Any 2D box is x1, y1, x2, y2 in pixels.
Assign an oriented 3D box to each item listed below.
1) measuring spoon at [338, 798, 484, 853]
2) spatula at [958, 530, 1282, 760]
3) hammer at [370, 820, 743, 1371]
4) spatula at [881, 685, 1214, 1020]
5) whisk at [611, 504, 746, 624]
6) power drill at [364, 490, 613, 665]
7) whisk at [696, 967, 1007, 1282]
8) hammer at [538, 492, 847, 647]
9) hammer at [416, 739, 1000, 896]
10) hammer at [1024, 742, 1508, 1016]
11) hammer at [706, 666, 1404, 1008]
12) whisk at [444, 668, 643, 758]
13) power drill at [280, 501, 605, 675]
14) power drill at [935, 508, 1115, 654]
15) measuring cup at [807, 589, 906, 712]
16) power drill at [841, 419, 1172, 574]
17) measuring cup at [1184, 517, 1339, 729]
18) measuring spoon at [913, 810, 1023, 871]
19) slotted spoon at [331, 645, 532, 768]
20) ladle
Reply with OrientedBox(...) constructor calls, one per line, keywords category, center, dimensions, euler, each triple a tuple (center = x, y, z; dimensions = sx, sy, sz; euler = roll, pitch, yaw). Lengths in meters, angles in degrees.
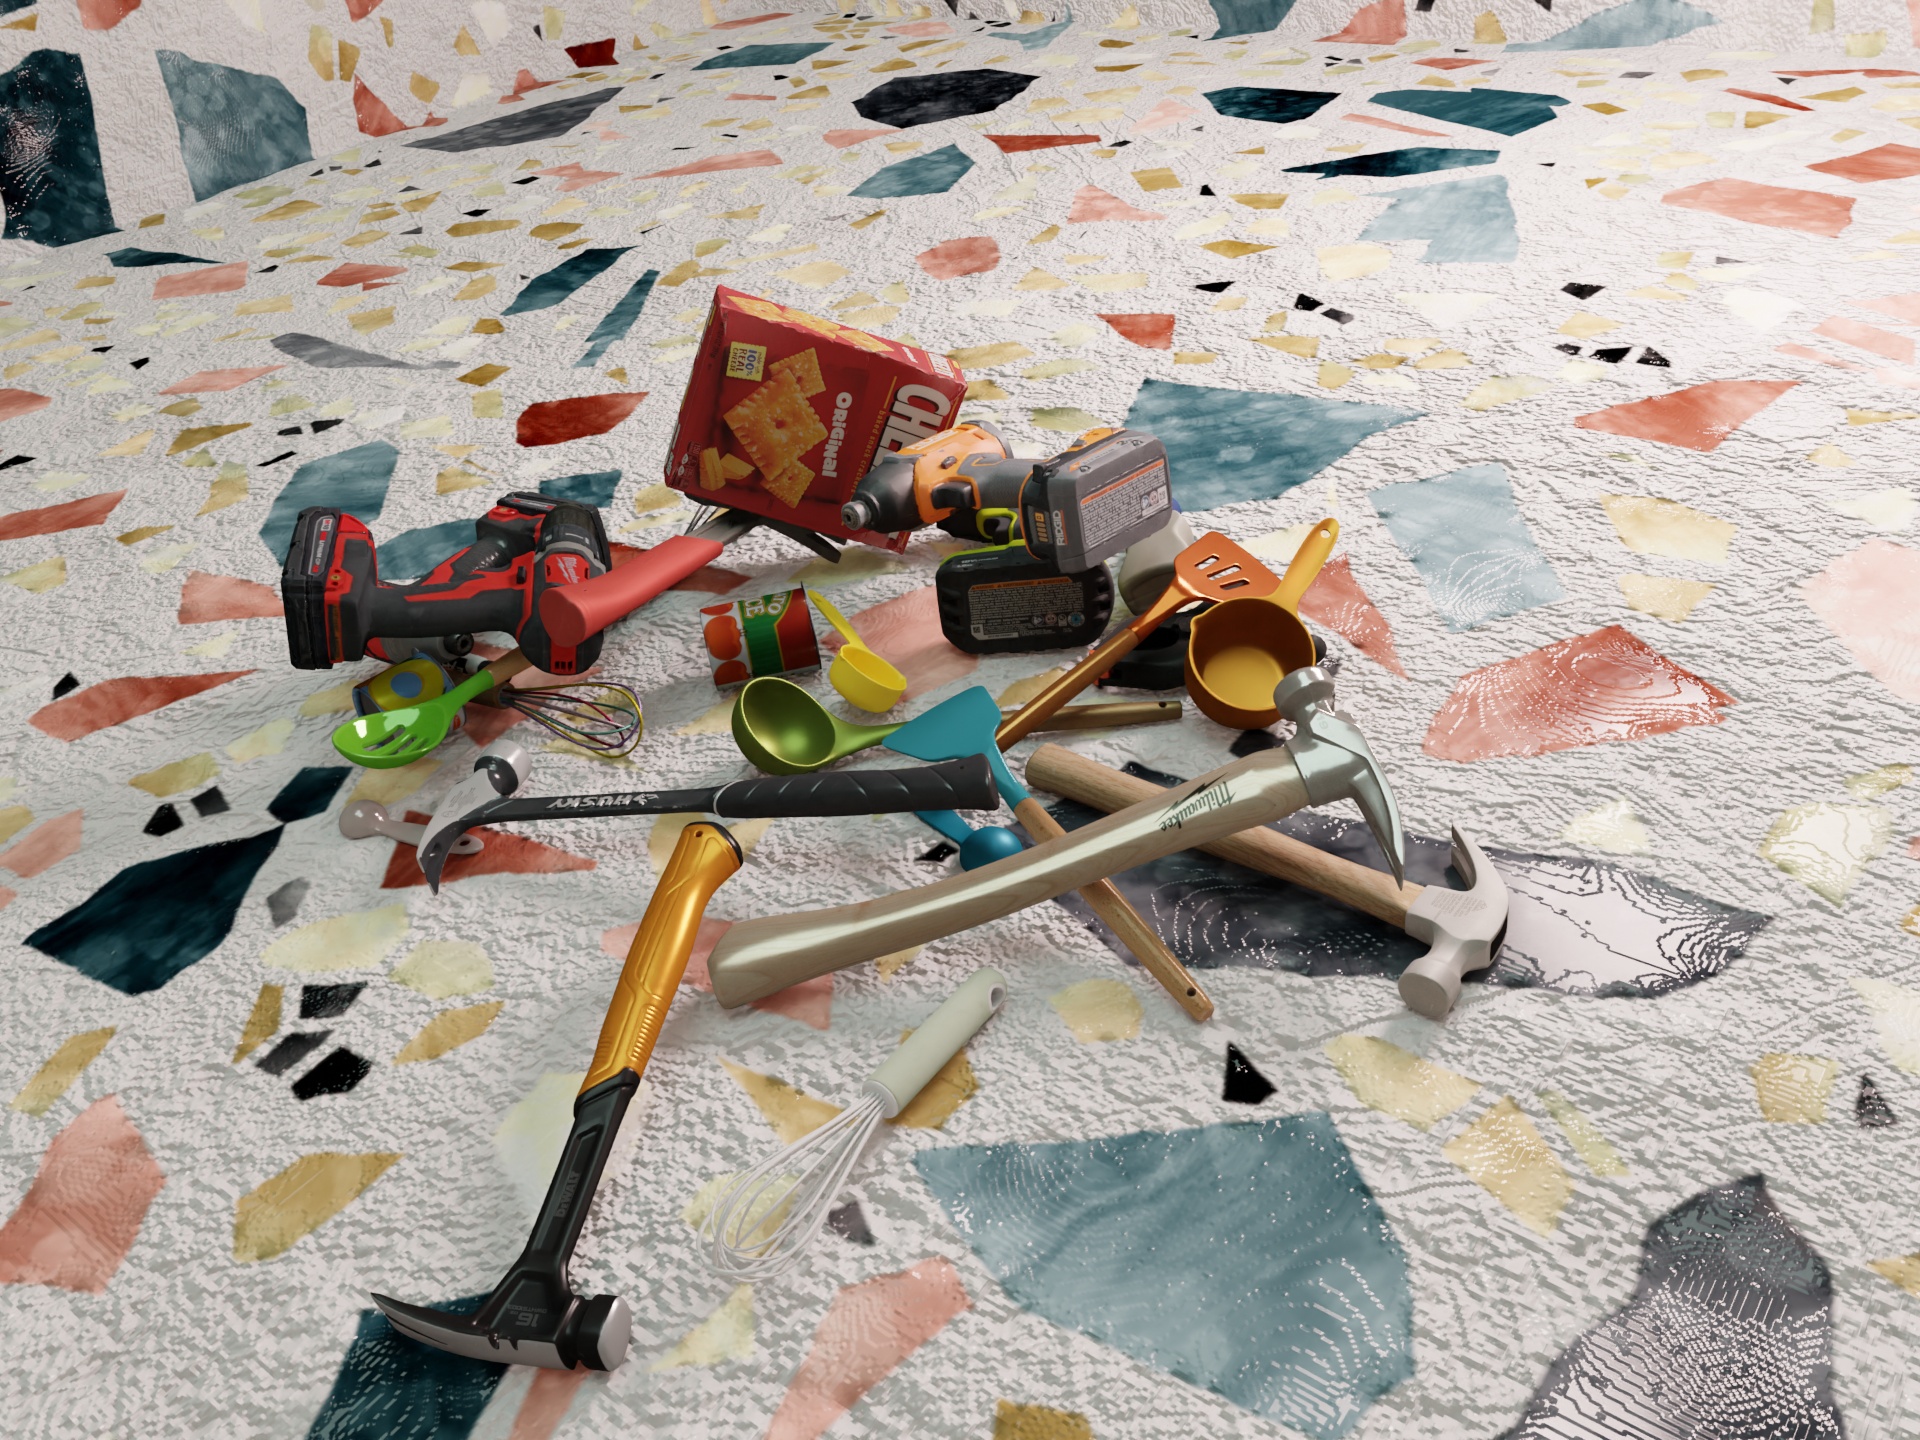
OrientedBox(category="measuring spoon", center=(-0.388, 0.074, 1.123), dimensions=(0.124, 0.018, 0.034), euler=(10, 38, 22))
OrientedBox(category="spatula", center=(0.105, -0.040, 1.133), dimensions=(0.322, 0.041, 0.081), euler=(-38, 65, -20))
OrientedBox(category="hammer", center=(-0.194, 0.185, 0.874), dimensions=(0.127, 0.034, 0.337), euler=(2, 44, 13))
OrientedBox(category="spatula", center=(0.057, 0.076, 0.997), dimensions=(0.082, 0.044, 0.318), euler=(-30, 52, -14))
OrientedBox(category="whisk", center=(-0.247, -0.148, 1.393), dimensions=(0.055, 0.055, 0.239), euler=(17, 46, 32))
OrientedBox(category="power drill", center=(-0.400, -0.111, 1.321), dimensions=(0.143, 0.078, 0.220), euler=(14, 35, 30))
OrientedBox(category="whisk", center=(-0.048, 0.206, 0.845), dimensions=(0.059, 0.057, 0.246), euler=(9, 32, 36))
OrientedBox(category="hammer", center=(-0.212, -0.123, 1.237), dimensions=(0.149, 0.036, 0.359), euler=(25, 25, 6))
OrientedBox(category="hammer", center=(-0.170, 0.054, 1.043), dimensions=(0.409, 0.036, 0.149), euler=(-4, 30, 19))
OrientedBox(category="hammer", center=(0.181, 0.076, 0.999), dimensions=(0.331, 0.031, 0.130), euler=(21, 44, 35))
OrientedBox(category="hammer", center=(0.051, 0.096, 0.935), dimensions=(0.410, 0.038, 0.146), euler=(-20, 54, 2))
OrientedBox(category="whisk", center=(-0.335, -0.012, 1.221), dimensions=(0.245, 0.047, 0.051), euler=(11, 38, 32))
OrientedBox(category="power drill", center=(-0.381, -0.110, 1.206), dimensions=(0.226, 0.080, 0.188), euler=(1, 39, -13))
OrientedBox(category="power drill", center=(0.045, -0.142, 1.304), dimensions=(0.171, 0.080, 0.223), euler=(-4, 31, 5))
OrientedBox(category="measuring cup", center=(-0.092, -0.054, 1.219), dimensions=(0.062, 0.029, 0.157), euler=(19, 20, -37))
OrientedBox(category="power drill", center=(0.027, -0.171, 1.203), dimensions=(0.227, 0.084, 0.164), euler=(15, 35, 43))
OrientedBox(category="measuring cup", center=(0.223, -0.069, 1.131), dimensions=(0.095, 0.052, 0.174), euler=(30, 68, 12))
OrientedBox(category="measuring spoon", center=(-0.007, 0.063, 1.060), dimensions=(0.042, 0.021, 0.129), euler=(-28, 41, -27))
OrientedBox(category="slotted spoon", center=(-0.338, -0.043, 1.208), dimensions=(0.070, 0.031, 0.314), euler=(22, 41, 27))
OrientedBox(category="ladle", center=(-0.002, -0.004, 1.129), dimensions=(0.320, 0.062, 0.078), euler=(-4, 49, 0))
